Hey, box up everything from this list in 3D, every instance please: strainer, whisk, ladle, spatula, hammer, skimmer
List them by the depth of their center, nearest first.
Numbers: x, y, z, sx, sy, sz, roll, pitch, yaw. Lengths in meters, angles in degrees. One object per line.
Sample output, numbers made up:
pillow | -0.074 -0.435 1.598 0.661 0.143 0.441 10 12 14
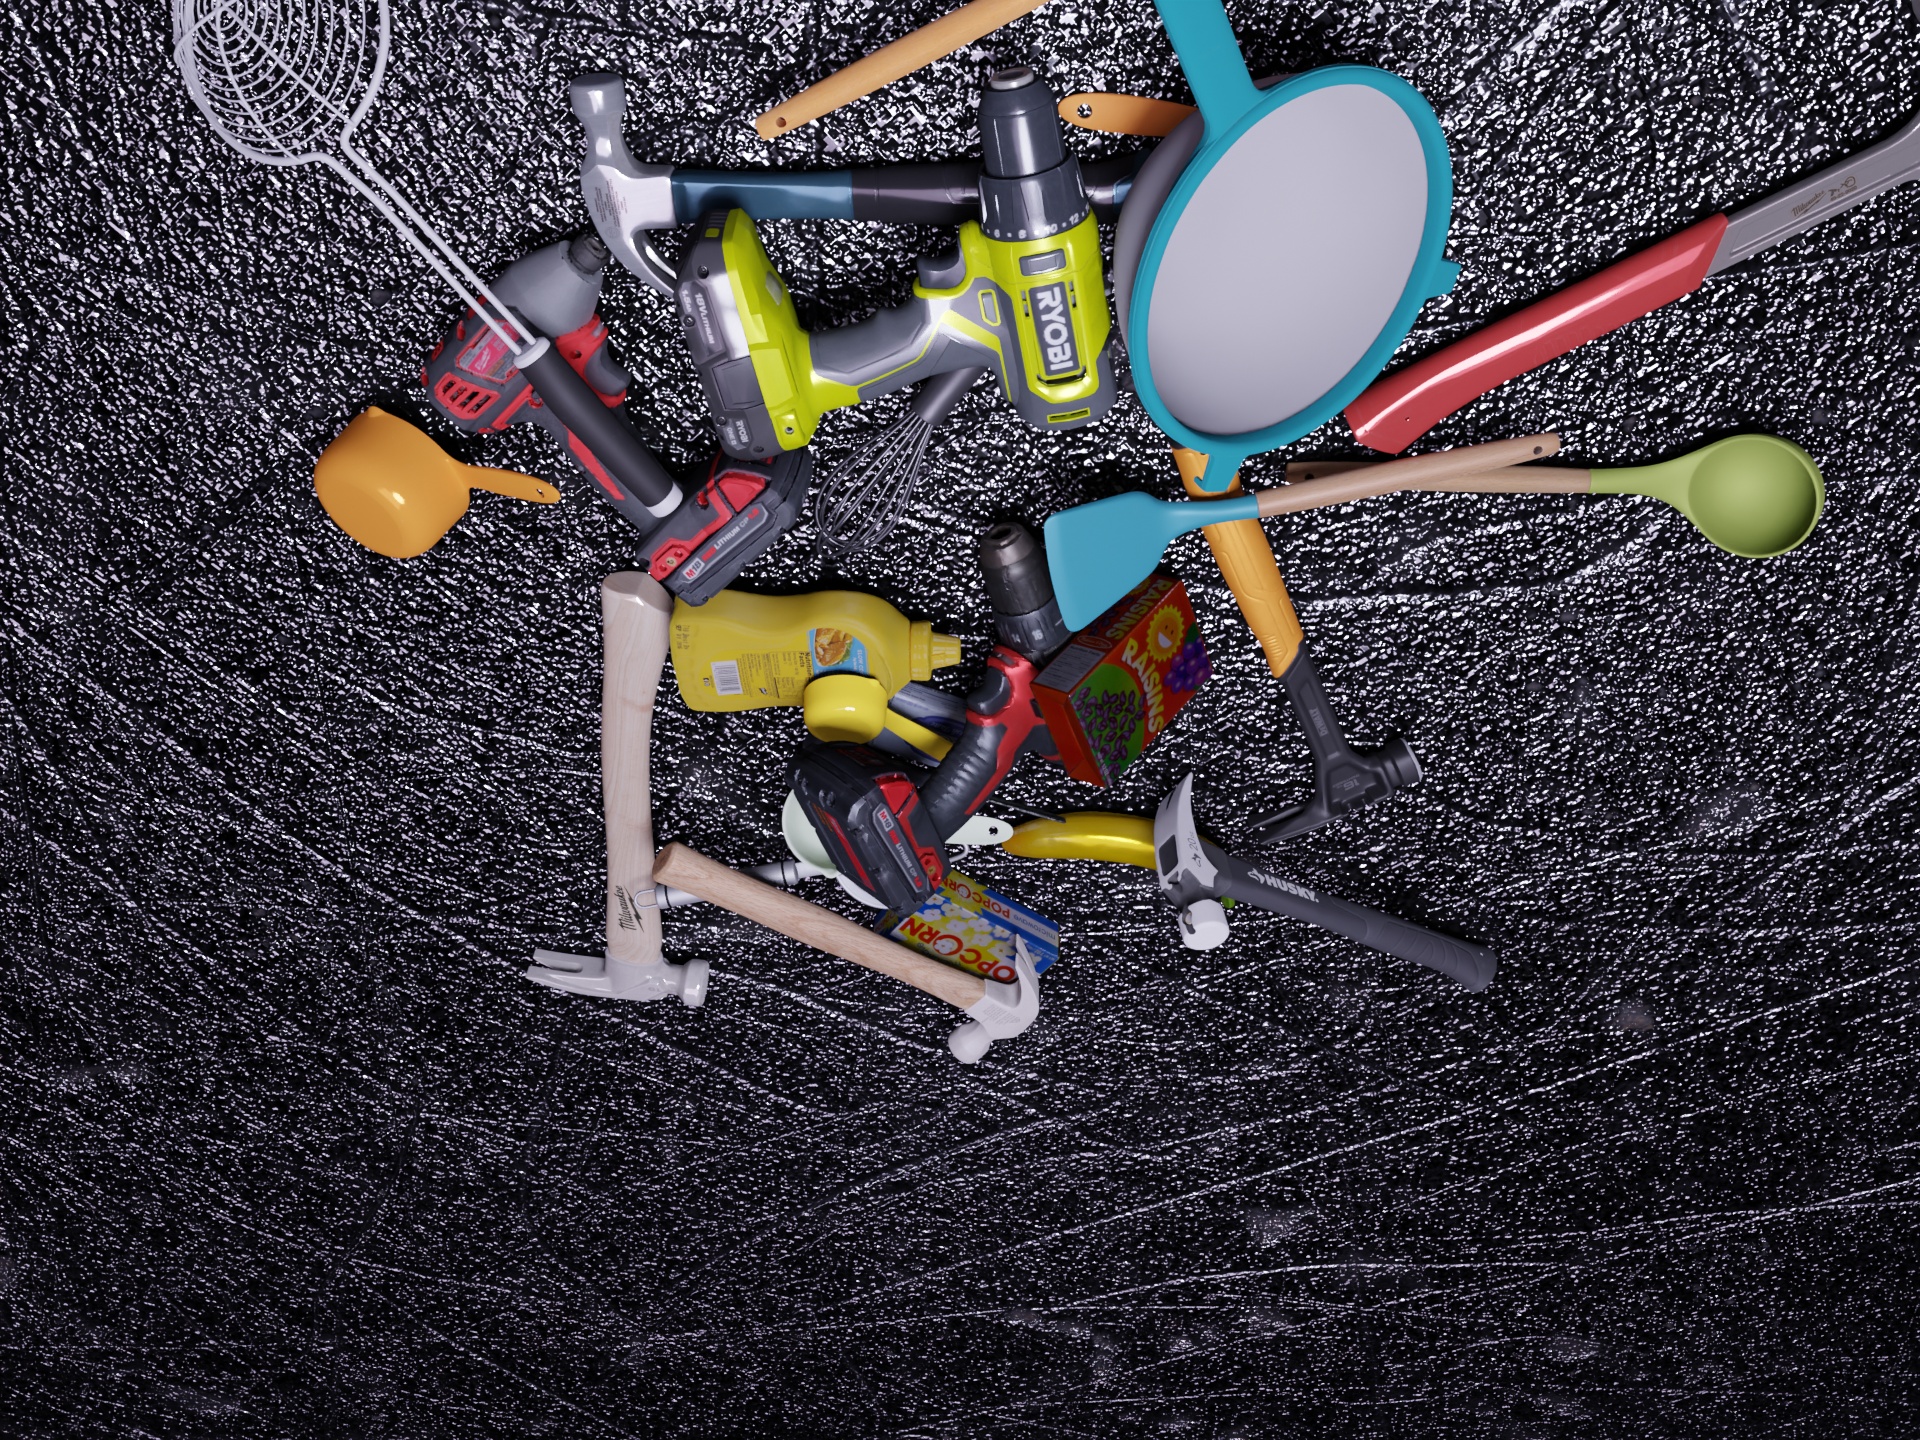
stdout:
strainer | 0.128 -0.289 0.813 0.211 0.095 0.340 -41 138 -1
spatula | 0.037 -0.376 0.816 0.322 0.041 0.081 -21 125 16
skimmer | -0.269 -0.261 0.864 0.127 0.090 0.362 -24 128 22
hammer | -0.047 -0.297 0.895 0.331 0.033 0.128 0 128 2
hammer | 0.387 -0.257 0.907 0.359 0.037 0.149 -24 124 20
spatula | 0.209 -0.130 0.970 0.317 0.044 0.082 -12 122 5
whisk | -0.018 -0.189 0.977 0.055 0.055 0.239 31 119 -21
ladle | 0.365 -0.145 0.987 0.320 0.062 0.078 2 122 4
hammer | 0.205 -0.058 1.070 0.127 0.034 0.336 -25 123 8
hammer | -0.259 0.064 1.195 0.146 0.038 0.410 7 128 -2
hammer | 0.282 0.142 1.197 0.334 0.146 0.035 21 128 -28
strainer | -0.121 0.112 1.205 0.258 0.050 0.087 -11 105 1
hammer | -0.079 0.167 1.205 0.331 0.031 0.130 28 128 -25

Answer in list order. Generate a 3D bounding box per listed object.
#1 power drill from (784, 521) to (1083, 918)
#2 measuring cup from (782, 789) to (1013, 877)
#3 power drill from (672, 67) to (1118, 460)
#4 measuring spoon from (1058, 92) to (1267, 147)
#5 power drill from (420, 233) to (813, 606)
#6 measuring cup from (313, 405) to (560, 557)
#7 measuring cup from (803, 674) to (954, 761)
power drill | -0.002 -0.003 1.040 0.227 0.080 0.187 -40 131 -19
measuring cup | -0.045 0.075 1.162 0.167 0.038 0.083 4 91 2
power drill | -0.034 -0.240 0.871 0.228 0.080 0.190 -10 127 6
measuring spoon | 0.111 -0.330 0.875 0.117 0.011 0.021 6 129 -2
power drill | -0.202 -0.185 0.969 0.219 0.079 0.143 40 120 -23
measuring cup | -0.325 -0.136 0.980 0.174 0.052 0.095 12 143 28
measuring cup | -0.043 0.015 1.095 0.062 0.029 0.156 -25 139 38
